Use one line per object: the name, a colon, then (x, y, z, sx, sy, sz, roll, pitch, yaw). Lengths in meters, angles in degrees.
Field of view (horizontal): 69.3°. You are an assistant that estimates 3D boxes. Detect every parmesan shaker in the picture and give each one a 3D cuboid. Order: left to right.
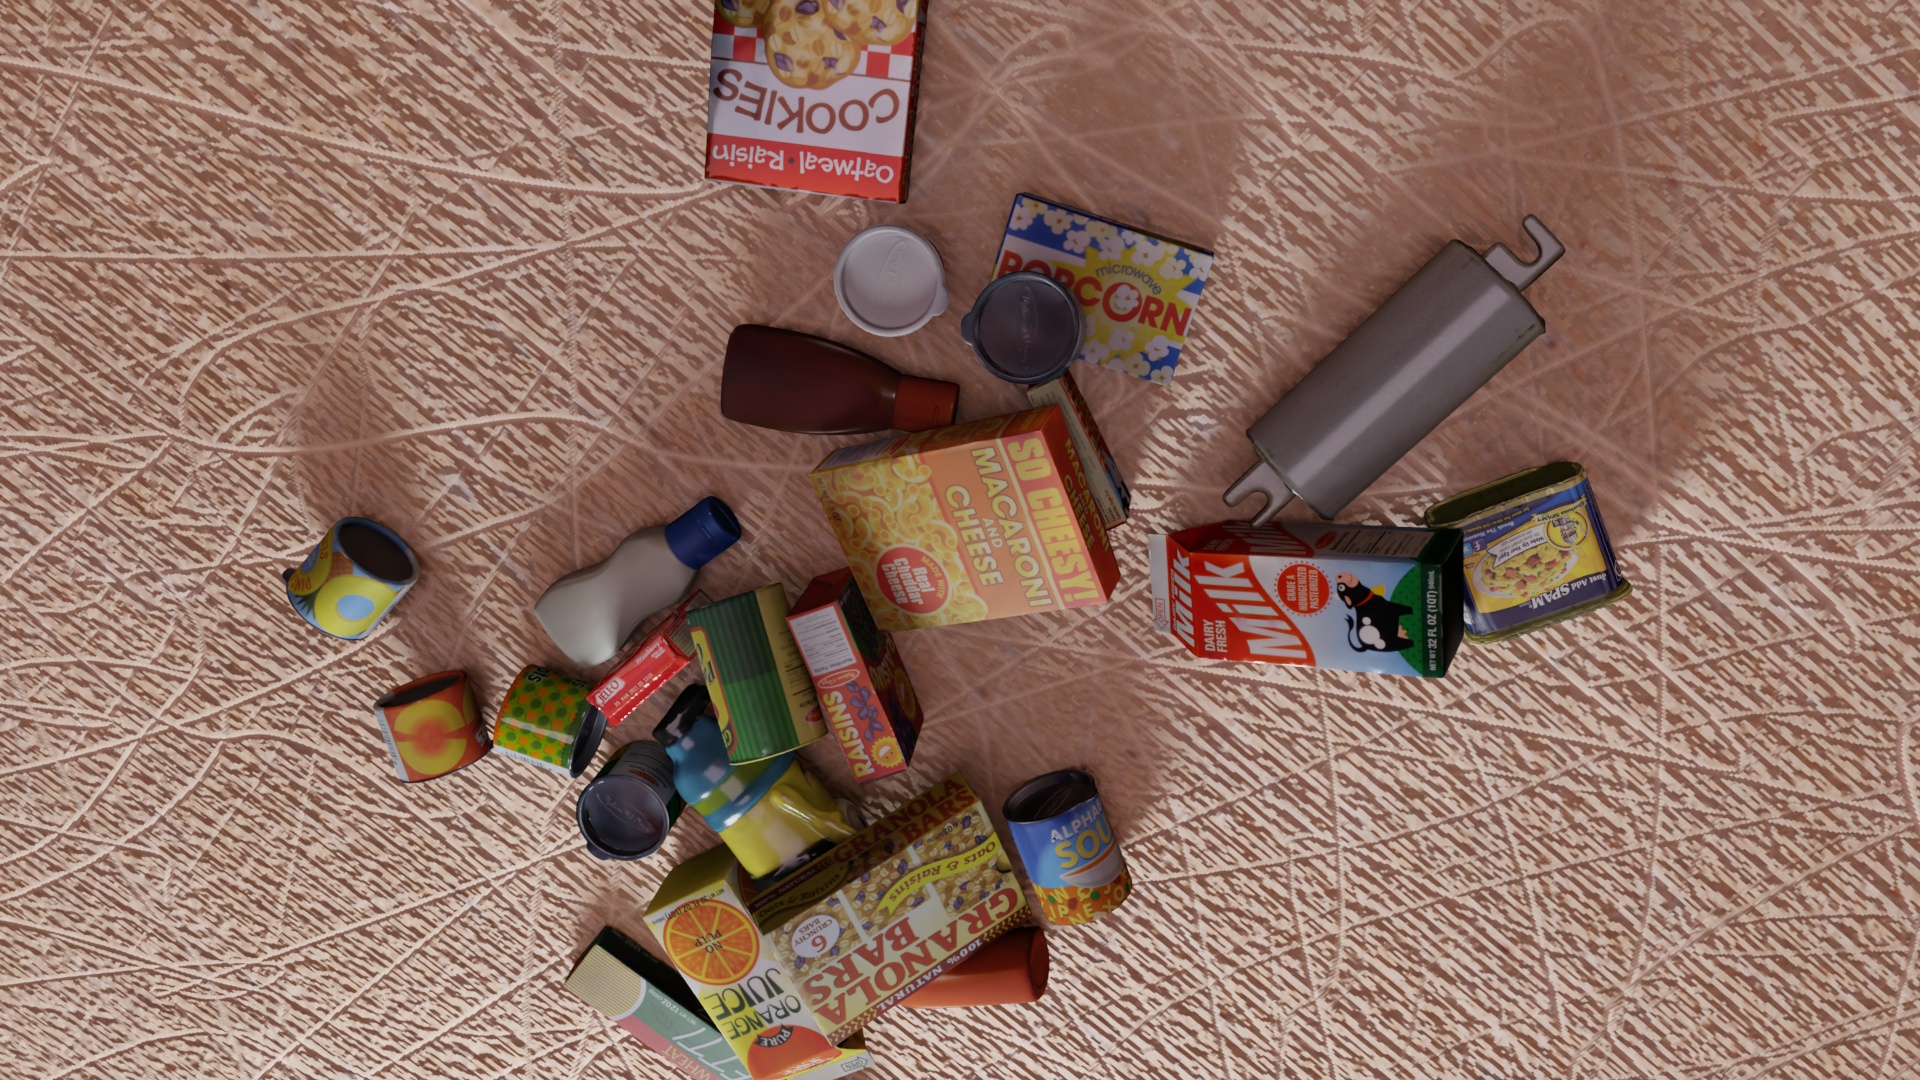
parmesan shaker: (-0.131, 0.085, 0.898, 0.071, 0.071, 0.103, -17, 90, 12)

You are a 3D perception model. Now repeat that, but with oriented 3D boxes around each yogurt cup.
yogurt cup: (-0.040, -0.164, 0.861, 0.072, 0.054, 0.072, 2, 106, 6)

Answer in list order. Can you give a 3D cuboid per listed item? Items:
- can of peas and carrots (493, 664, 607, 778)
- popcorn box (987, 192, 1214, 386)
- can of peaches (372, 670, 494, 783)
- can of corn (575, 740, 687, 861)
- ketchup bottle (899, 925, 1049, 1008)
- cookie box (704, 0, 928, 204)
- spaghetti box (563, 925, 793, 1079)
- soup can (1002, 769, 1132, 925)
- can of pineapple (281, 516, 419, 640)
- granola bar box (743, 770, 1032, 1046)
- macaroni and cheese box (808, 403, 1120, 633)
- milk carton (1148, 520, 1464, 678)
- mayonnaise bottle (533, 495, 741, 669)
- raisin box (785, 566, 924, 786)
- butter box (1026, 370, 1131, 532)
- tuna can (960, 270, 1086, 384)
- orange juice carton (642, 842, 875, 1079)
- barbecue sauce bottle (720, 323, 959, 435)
can of peas and carrots: (-0.283, 0.123, 0.968, 0.059, 0.071, 0.070, 18, 108, 2)
popcorn box: (0.083, -0.155, 0.856, 0.127, 0.038, 0.085, 18, 107, 1)
can of peaches: (-0.370, 0.130, 0.981, 0.071, 0.071, 0.058, -13, 104, 10)
can of corn: (-0.231, 0.185, 0.982, 0.071, 0.058, 0.071, 2, 107, 6)
ketchup bottle: (-0.014, 0.308, 0.991, 0.149, 0.065, 0.043, -10, 99, 15)
cookie box: (-0.085, -0.294, 0.837, 0.123, 0.040, 0.166, 8, 106, 5)
spaghetti box: (-0.183, 0.384, 1.050, 0.250, 0.029, 0.050, 37, 108, -4)
soup can: (0.076, 0.209, 0.947, 0.071, 0.071, 0.083, -19, 104, 12)
can of pineapple: (-0.418, 0.025, 0.954, 0.071, 0.071, 0.057, 43, 106, -6)
granola bar box: (-0.044, 0.248, 0.933, 0.166, 0.039, 0.123, -30, 124, -12)
macaroni and cheese box: (0.003, -0.011, 0.873, 0.166, 0.040, 0.123, -9, 115, 29)
milk carton: (0.207, 0.032, 0.861, 0.190, 0.074, 0.072, 3, 109, 29)
mayonnaise bottle: (-0.216, 0.025, 0.944, 0.148, 0.041, 0.064, -34, 101, 14)
raisin box: (-0.068, 0.087, 0.920, 0.040, 0.086, 0.123, -20, 103, 10)
butter box: (0.076, -0.059, 0.878, 0.024, 0.053, 0.103, -25, 101, 15)
tuna can: (0.038, -0.126, 0.826, 0.071, 0.033, 0.071, 1, 96, 13)
orange juice carton: (-0.139, 0.315, 1.001, 0.071, 0.073, 0.192, -28, 101, 14)
barbecue sauce bottle: (-0.076, -0.096, 0.891, 0.148, 0.044, 0.064, 11, 108, 3)
